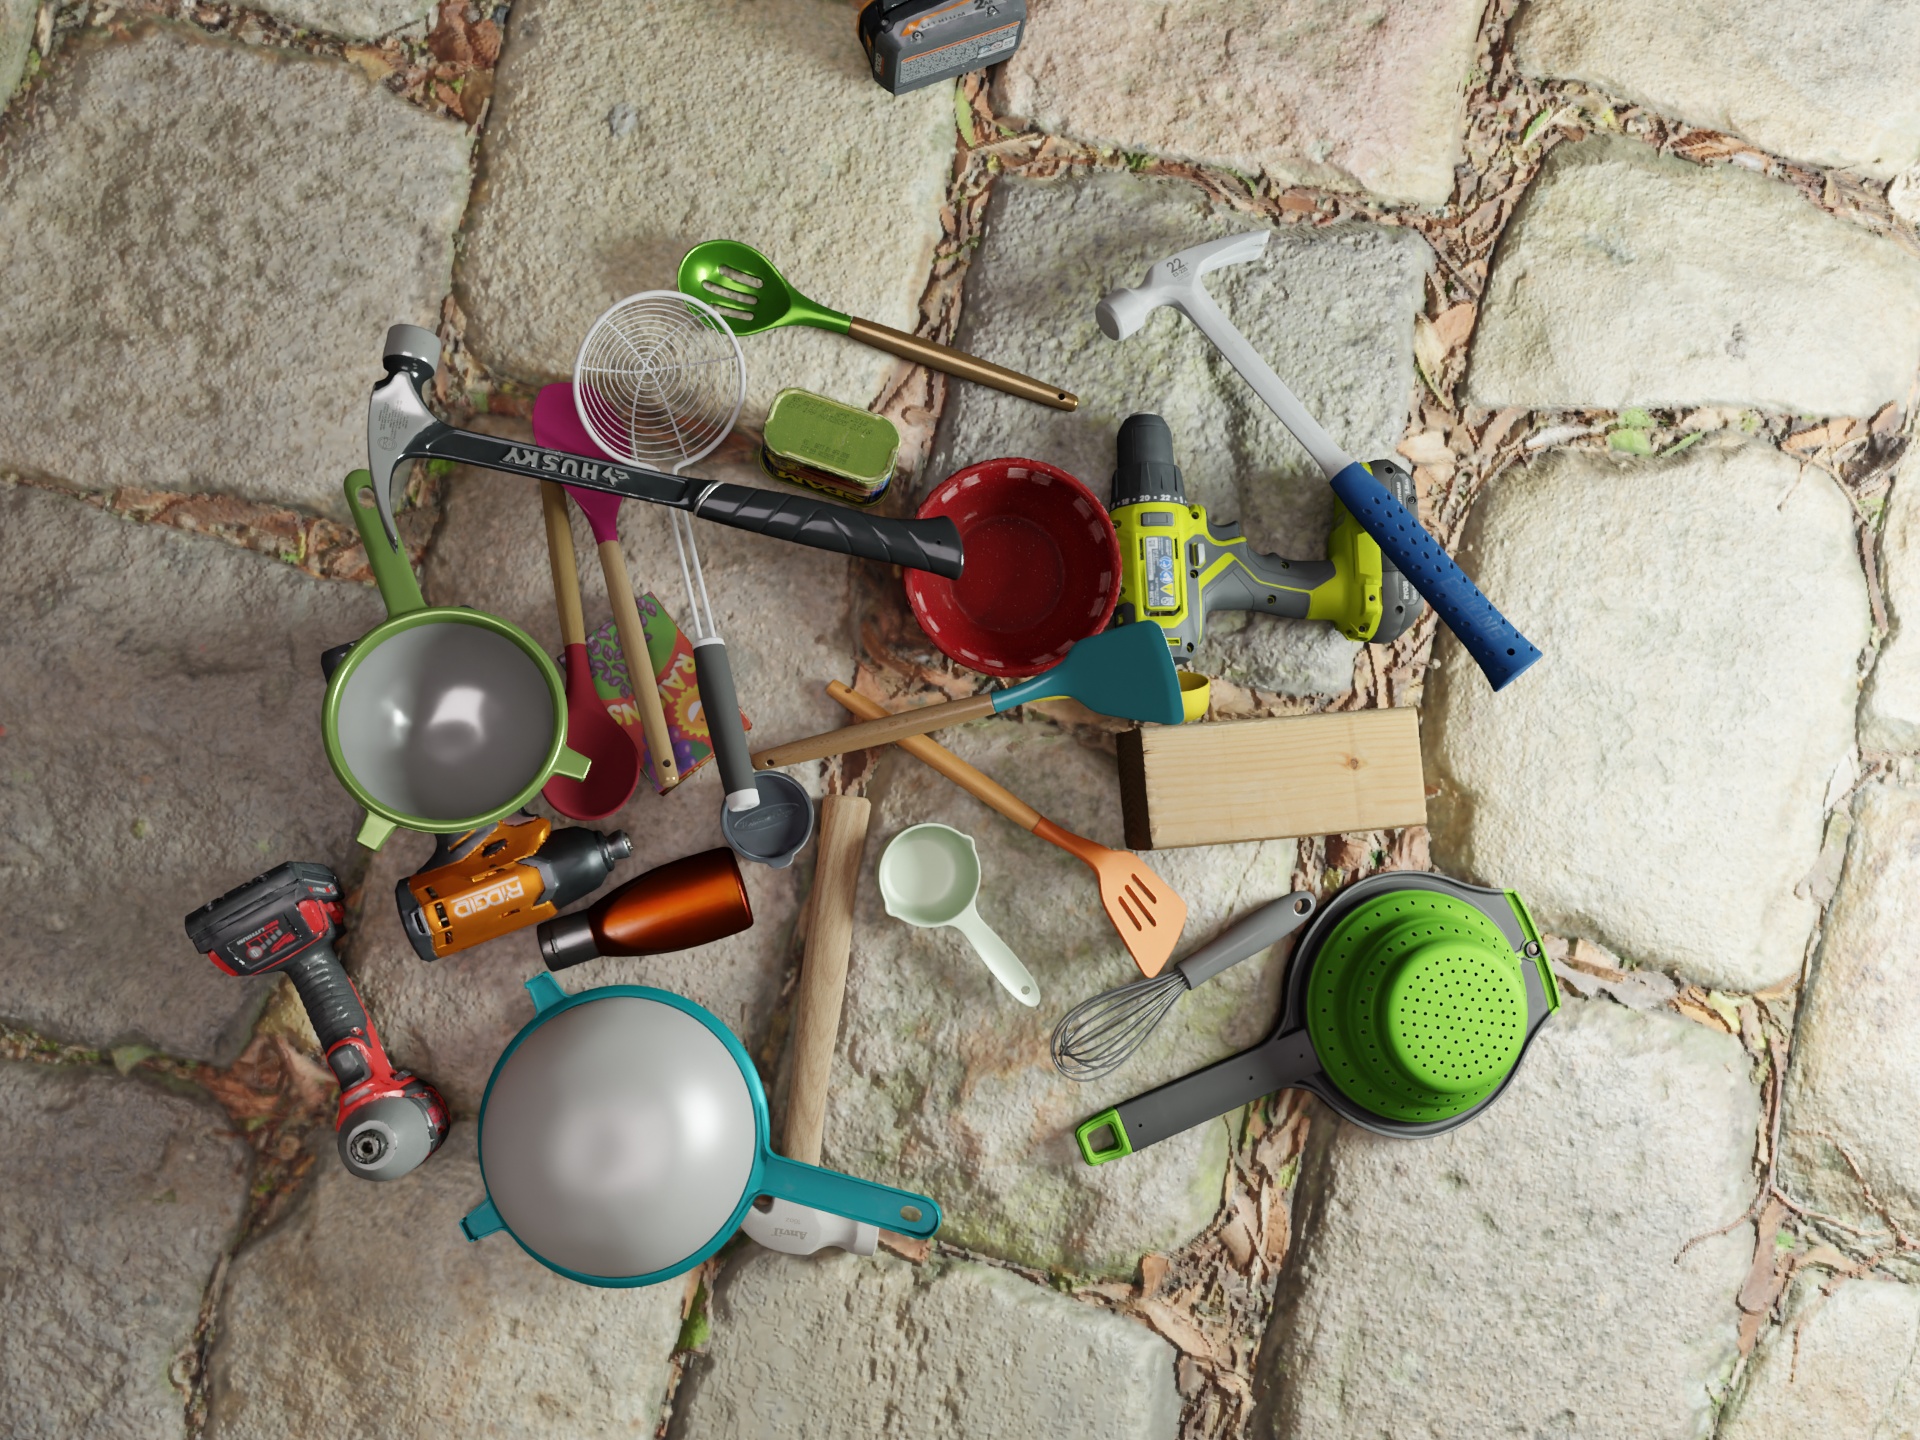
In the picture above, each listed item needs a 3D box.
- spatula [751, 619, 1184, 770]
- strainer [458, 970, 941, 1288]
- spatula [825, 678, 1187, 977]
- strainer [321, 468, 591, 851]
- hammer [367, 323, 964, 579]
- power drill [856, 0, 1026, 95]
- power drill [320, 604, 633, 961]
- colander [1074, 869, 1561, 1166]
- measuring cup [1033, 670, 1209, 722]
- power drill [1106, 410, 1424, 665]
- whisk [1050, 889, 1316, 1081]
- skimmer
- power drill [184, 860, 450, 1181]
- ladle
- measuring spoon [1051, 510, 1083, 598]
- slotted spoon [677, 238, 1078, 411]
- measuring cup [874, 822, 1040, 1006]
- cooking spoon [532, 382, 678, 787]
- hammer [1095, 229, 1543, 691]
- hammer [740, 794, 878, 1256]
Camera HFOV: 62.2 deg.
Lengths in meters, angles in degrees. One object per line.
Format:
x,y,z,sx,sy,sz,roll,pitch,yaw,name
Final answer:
-0.002,-0.004,1.145,0.317,0.044,0.082,-14,114,8,spatula
-0.182,0.304,1.085,0.340,0.095,0.211,13,84,7,strainer
0.033,0.069,1.184,0.322,0.041,0.081,34,47,3,spatula
-0.356,-0.042,1.053,0.151,0.069,0.256,-20,79,-18,strainer
-0.192,-0.151,1.081,0.408,0.036,0.149,11,74,-15,hammer
-0.067,-0.591,1.190,0.185,0.084,0.226,-21,85,-7,power drill
-0.339,0.038,1.124,0.164,0.084,0.226,-20,93,-10,power drill
0.276,0.245,1.175,0.397,0.094,0.204,-21,90,-8,colander
0.110,-0.012,1.198,0.156,0.062,0.029,-5,108,5,measuring cup
0.222,-0.139,1.200,0.228,0.080,0.190,-1,82,-5,power drill
0.170,0.194,1.191,0.239,0.055,0.055,-30,91,-12,whisk
-0.185,-0.120,1.118,0.127,0.090,0.363,-9,76,-25,skimmer
-0.423,0.208,1.072,0.078,0.143,0.220,-30,88,-10,power drill
-0.278,-0.076,1.127,0.069,0.031,0.316,-8,73,-11,ladle
0.086,-0.132,1.217,0.021,0.011,0.117,-19,92,8,measuring spoon
-0.060,-0.287,1.199,0.313,0.031,0.070,17,85,-7,slotted spoon
0.001,0.147,1.180,0.083,0.038,0.167,-41,101,-11,measuring cup
-0.246,-0.102,1.135,0.068,0.017,0.319,-8,72,-29,cooking spoon
0.276,-0.192,1.159,0.144,0.035,0.406,-34,76,-12,hammer
-0.107,0.219,1.163,0.130,0.031,0.331,7,86,-7,hammer
